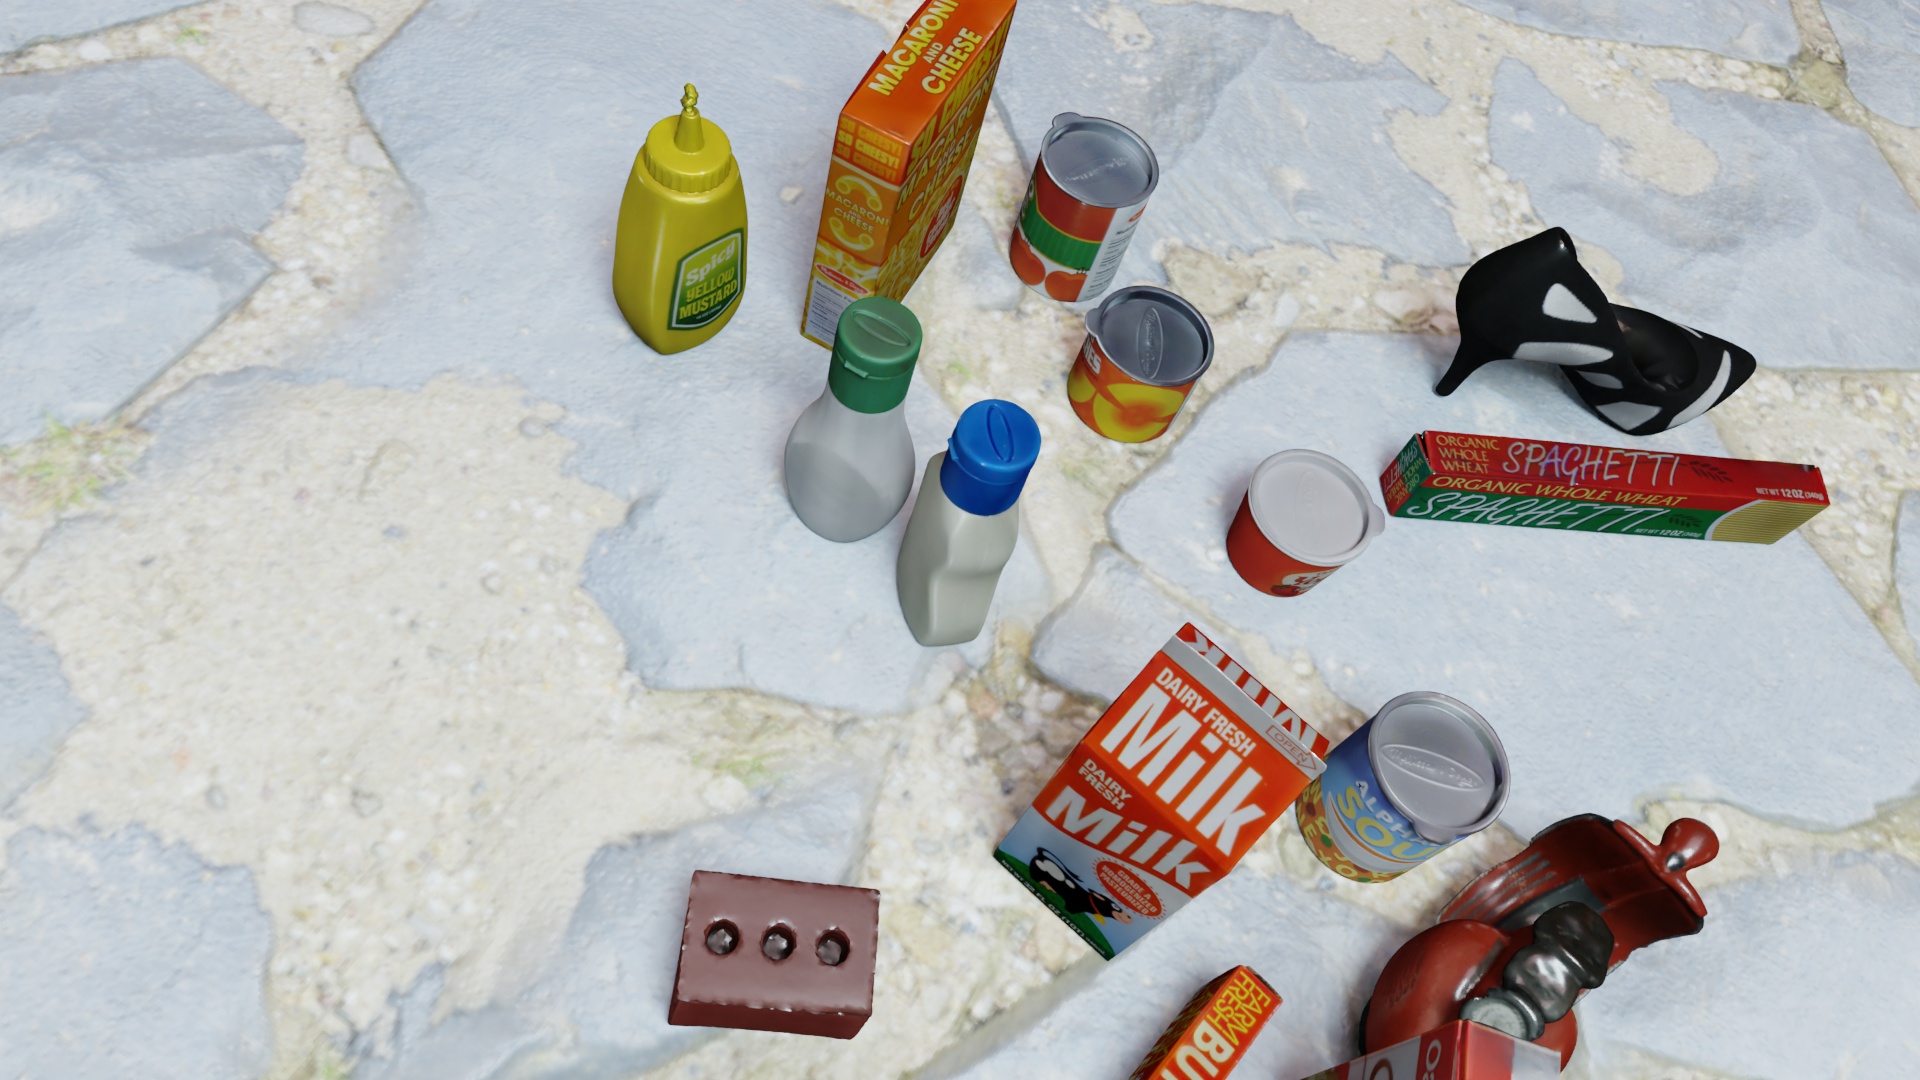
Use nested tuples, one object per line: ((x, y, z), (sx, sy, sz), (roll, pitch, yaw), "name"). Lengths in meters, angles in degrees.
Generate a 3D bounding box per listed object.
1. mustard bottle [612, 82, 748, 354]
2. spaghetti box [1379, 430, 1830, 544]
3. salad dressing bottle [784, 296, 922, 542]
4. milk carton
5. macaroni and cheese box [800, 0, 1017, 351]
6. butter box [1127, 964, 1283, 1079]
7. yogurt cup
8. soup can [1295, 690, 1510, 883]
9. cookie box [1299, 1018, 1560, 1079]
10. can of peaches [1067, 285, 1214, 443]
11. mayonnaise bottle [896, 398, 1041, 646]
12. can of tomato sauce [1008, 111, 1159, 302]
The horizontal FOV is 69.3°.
((-0.135, -0.157, 0.675), (0.065, 0.159, 0.049), (-36, 74, -28), "mustard bottle")
((0.362, -0.028, 0.781), (0.250, 0.050, 0.029), (4, 60, -11), "spaghetti box")
((-0.047, -0.053, 0.643), (0.064, 0.147, 0.044), (31, 59, 6), "salad dressing bottle")
((0.081, 0.100, 0.560), (0.072, 0.189, 0.074), (41, 60, 11), "milk carton")
((-0.030, -0.188, 0.714), (0.040, 0.165, 0.124), (27, 59, 3), "macaroni and cheese box")
((0.087, 0.223, 0.570), (0.024, 0.053, 0.104), (42, 60, 12), "butter box")
((0.173, -0.006, 0.722), (0.072, 0.053, 0.073), (6, 60, -10), "yogurt cup")
((0.200, 0.118, 0.639), (0.071, 0.083, 0.071), (6, 60, -10), "soup can")
((0.153, 0.254, 0.501), (0.040, 0.166, 0.123), (17, 59, -3), "cookie box")
((0.094, -0.095, 0.753), (0.071, 0.057, 0.071), (6, 60, -10), "can of peaches")
((0.002, -0.008, 0.628), (0.041, 0.147, 0.065), (-5, 62, -15), "mayonnaise bottle")
((0.066, -0.187, 0.784), (0.071, 0.082, 0.071), (6, 60, -10), "can of tomato sauce")
